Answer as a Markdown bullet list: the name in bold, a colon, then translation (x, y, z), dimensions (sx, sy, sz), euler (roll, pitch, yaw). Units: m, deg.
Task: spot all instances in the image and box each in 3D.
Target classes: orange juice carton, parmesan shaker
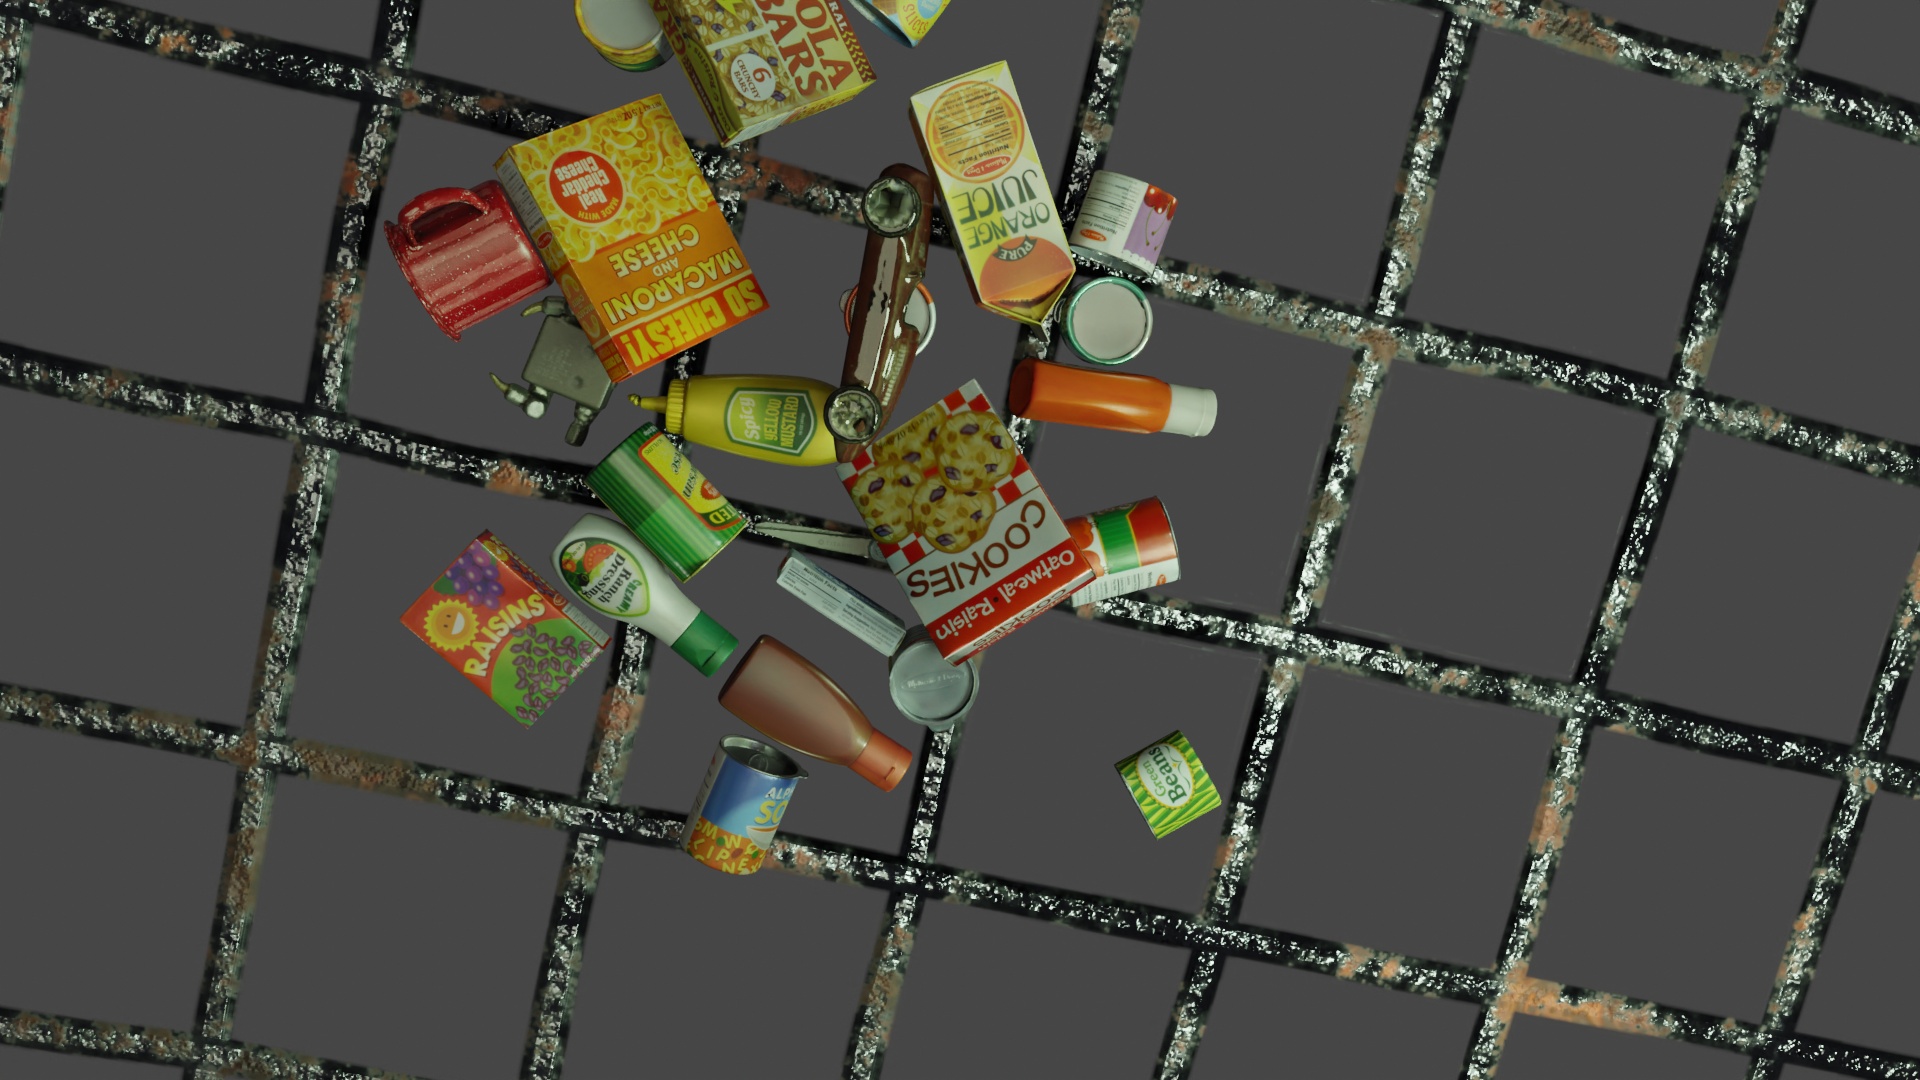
- **orange juice carton**: translation (0.028, -0.232, 0.993), dimensions (0.073, 0.072, 0.192), euler (-20, 99, -1)
- **parmesan shaker**: translation (-0.213, -0.027, 1.004), dimensions (0.071, 0.071, 0.103), euler (-43, 99, 3)

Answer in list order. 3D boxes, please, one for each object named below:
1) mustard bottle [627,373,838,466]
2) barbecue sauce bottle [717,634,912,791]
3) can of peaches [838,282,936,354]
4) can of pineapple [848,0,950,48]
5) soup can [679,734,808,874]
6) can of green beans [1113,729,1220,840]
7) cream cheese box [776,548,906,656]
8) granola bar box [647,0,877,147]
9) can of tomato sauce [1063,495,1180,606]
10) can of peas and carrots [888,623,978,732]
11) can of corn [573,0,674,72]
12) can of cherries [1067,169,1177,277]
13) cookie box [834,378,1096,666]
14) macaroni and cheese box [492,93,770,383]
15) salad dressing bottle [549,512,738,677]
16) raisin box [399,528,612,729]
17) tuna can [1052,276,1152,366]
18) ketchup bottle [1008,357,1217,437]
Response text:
- **mustard bottle**: translation (-0.162, -0.091, 1.010), dimensions (0.160, 0.049, 0.065), euler (6, 96, -5)
- **barbecue sauce bottle**: translation (-0.106, 0.136, 1.051), dimensions (0.148, 0.044, 0.065), euler (35, 95, -9)
- **can of peaches**: translation (-0.054, -0.162, 1.004), dimensions (0.071, 0.058, 0.071), euler (-1, 99, -5)
- **can of pineapple**: translation (-0.039, -0.386, 0.967), dimensions (0.071, 0.071, 0.058), euler (36, 95, -9)
- **soup can**: translation (-0.163, 0.199, 1.043), dimensions (0.071, 0.071, 0.083), euler (23, 97, -7)
- **can of green beans**: translation (0.159, 0.187, 1.067), dimensions (0.058, 0.071, 0.071), euler (-29, 100, 0)
- **cream cheese box**: translation (-0.089, 0.046, 1.033), dimensions (0.104, 0.053, 0.024), euler (34, 93, -9)
- **granola bar box**: translation (-0.145, -0.367, 0.945), dimensions (0.125, 0.039, 0.165), euler (-34, 102, -36)
- **can of tomato sauce**: translation (0.114, 0.007, 1.038), dimensions (0.083, 0.071, 0.071), euler (-14, 99, -2)
- **can of peas and carrots**: translation (-0.021, 0.102, 1.044), dimensions (0.071, 0.059, 0.070), euler (-1, 99, -4)
- **can of corn**: translation (-0.232, -0.363, 0.960), dimensions (0.071, 0.058, 0.071), euler (-1, 98, -4)
- **can of cherries**: translation (0.118, -0.229, 1.006), dimensions (0.071, 0.071, 0.058), euler (19, 96, -7)
- **cookie box**: translation (0.004, -0.013, 1.003), dimensions (0.123, 0.040, 0.168), euler (-32, 75, 5)
- **macaroni and cheese box**: translation (-0.225, -0.210, 0.965), dimensions (0.124, 0.040, 0.166), euler (-33, 102, -32)
- **salad dressing bottle**: translation (-0.232, 0.042, 1.026), dimensions (0.147, 0.044, 0.064), euler (40, 104, -9)
- **raisin box**: translation (-0.334, 0.065, 1.025), dimensions (0.123, 0.040, 0.086), euler (43, 94, -10)
- **tuna can**: translation (0.105, -0.163, 1.029), dimensions (0.071, 0.033, 0.071), euler (-1, 98, -5)
- **ketchup bottle**: translation (0.114, -0.103, 1.025), dimensions (0.149, 0.064, 0.043), euler (7, 86, -14)
